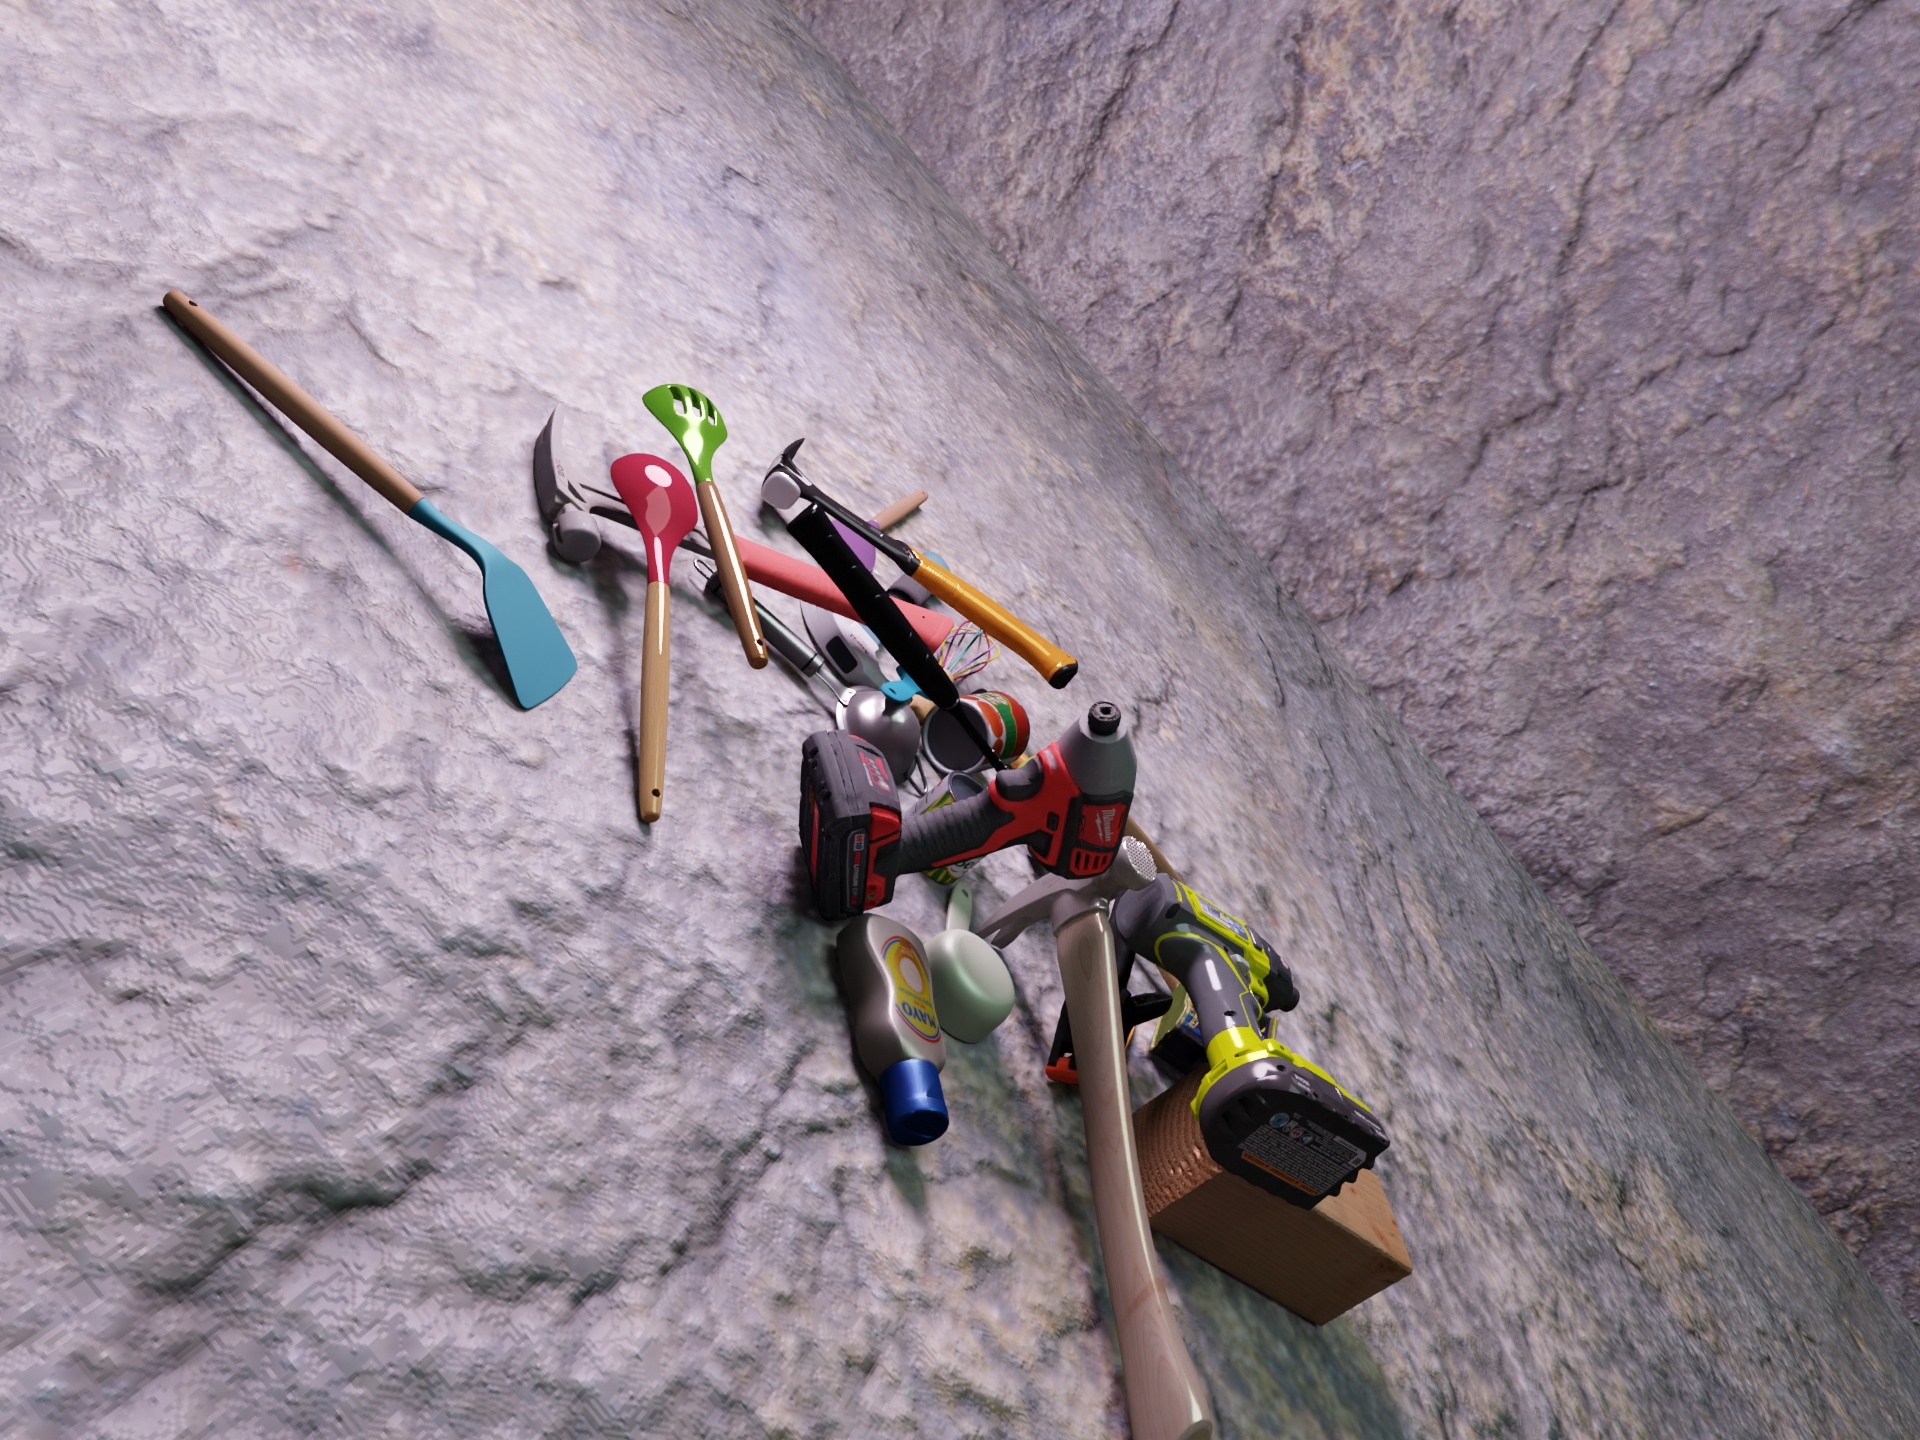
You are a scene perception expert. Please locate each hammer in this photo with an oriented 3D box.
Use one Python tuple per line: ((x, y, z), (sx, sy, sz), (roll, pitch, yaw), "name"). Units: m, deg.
((-0.031, -0.136, 1.446), (0.336, 0.034, 0.127), (35, 21, -13), "hammer")
((-0.059, -0.100, 1.438), (0.128, 0.033, 0.331), (48, 21, -5), "hammer")
((0.090, 0.273, 1.031), (0.038, 0.146, 0.411), (33, 36, -37), "hammer")
((-0.155, -0.126, 1.220), (0.358, 0.036, 0.149), (19, 35, -36), "hammer")
((-0.002, -0.004, 1.199), (0.408, 0.036, 0.149), (52, -5, -29), "hammer")

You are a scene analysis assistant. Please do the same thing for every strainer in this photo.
((-0.108, -0.038, 1.233), (0.258, 0.050, 0.087), (42, 37, -10), "strainer")

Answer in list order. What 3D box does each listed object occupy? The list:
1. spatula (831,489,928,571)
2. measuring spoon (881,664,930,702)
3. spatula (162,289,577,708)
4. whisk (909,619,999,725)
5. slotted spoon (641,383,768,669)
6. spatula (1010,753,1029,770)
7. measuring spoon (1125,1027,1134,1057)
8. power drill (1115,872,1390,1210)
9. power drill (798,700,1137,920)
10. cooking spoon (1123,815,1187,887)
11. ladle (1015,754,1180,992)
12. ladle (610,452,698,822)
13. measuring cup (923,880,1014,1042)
((-0.078, -0.195, 1.580), (0.060, 0.018, 0.316), (50, 22, -5), "spatula")
((-0.039, -0.032, 1.260), (0.042, 0.021, 0.128), (41, 12, 4), "measuring spoon")
((-0.351, -0.136, 0.948), (0.317, 0.044, 0.082), (42, 23, -6), "spatula")
((-0.007, -0.044, 1.433), (0.047, 0.051, 0.245), (52, 24, -8), "whisk")
((-0.179, -0.153, 1.163), (0.070, 0.031, 0.314), (12, 41, -35), "slotted spoon")
((0.125, 0.123, 1.437), (0.322, 0.041, 0.081), (46, 20, 3), "spatula")
((0.126, 0.243, 1.256), (0.021, 0.011, 0.117), (48, 18, -3), "measuring spoon")
((0.206, 0.219, 1.110), (0.171, 0.080, 0.223), (33, 22, -28), "power drill")
((0.010, 0.053, 1.042), (0.219, 0.143, 0.079), (-7, 47, -15), "power drill")
((0.184, 0.137, 1.419), (0.069, 0.017, 0.318), (42, -4, 45), "cooking spoon")
((0.144, 0.168, 1.379), (0.078, 0.062, 0.320), (-26, 82, -36), "ladle")
((-0.201, -0.067, 1.046), (0.069, 0.031, 0.316), (21, 45, -32), "ladle")
((0.007, 0.156, 1.125), (0.083, 0.038, 0.168), (42, 24, -18), "measuring cup")
